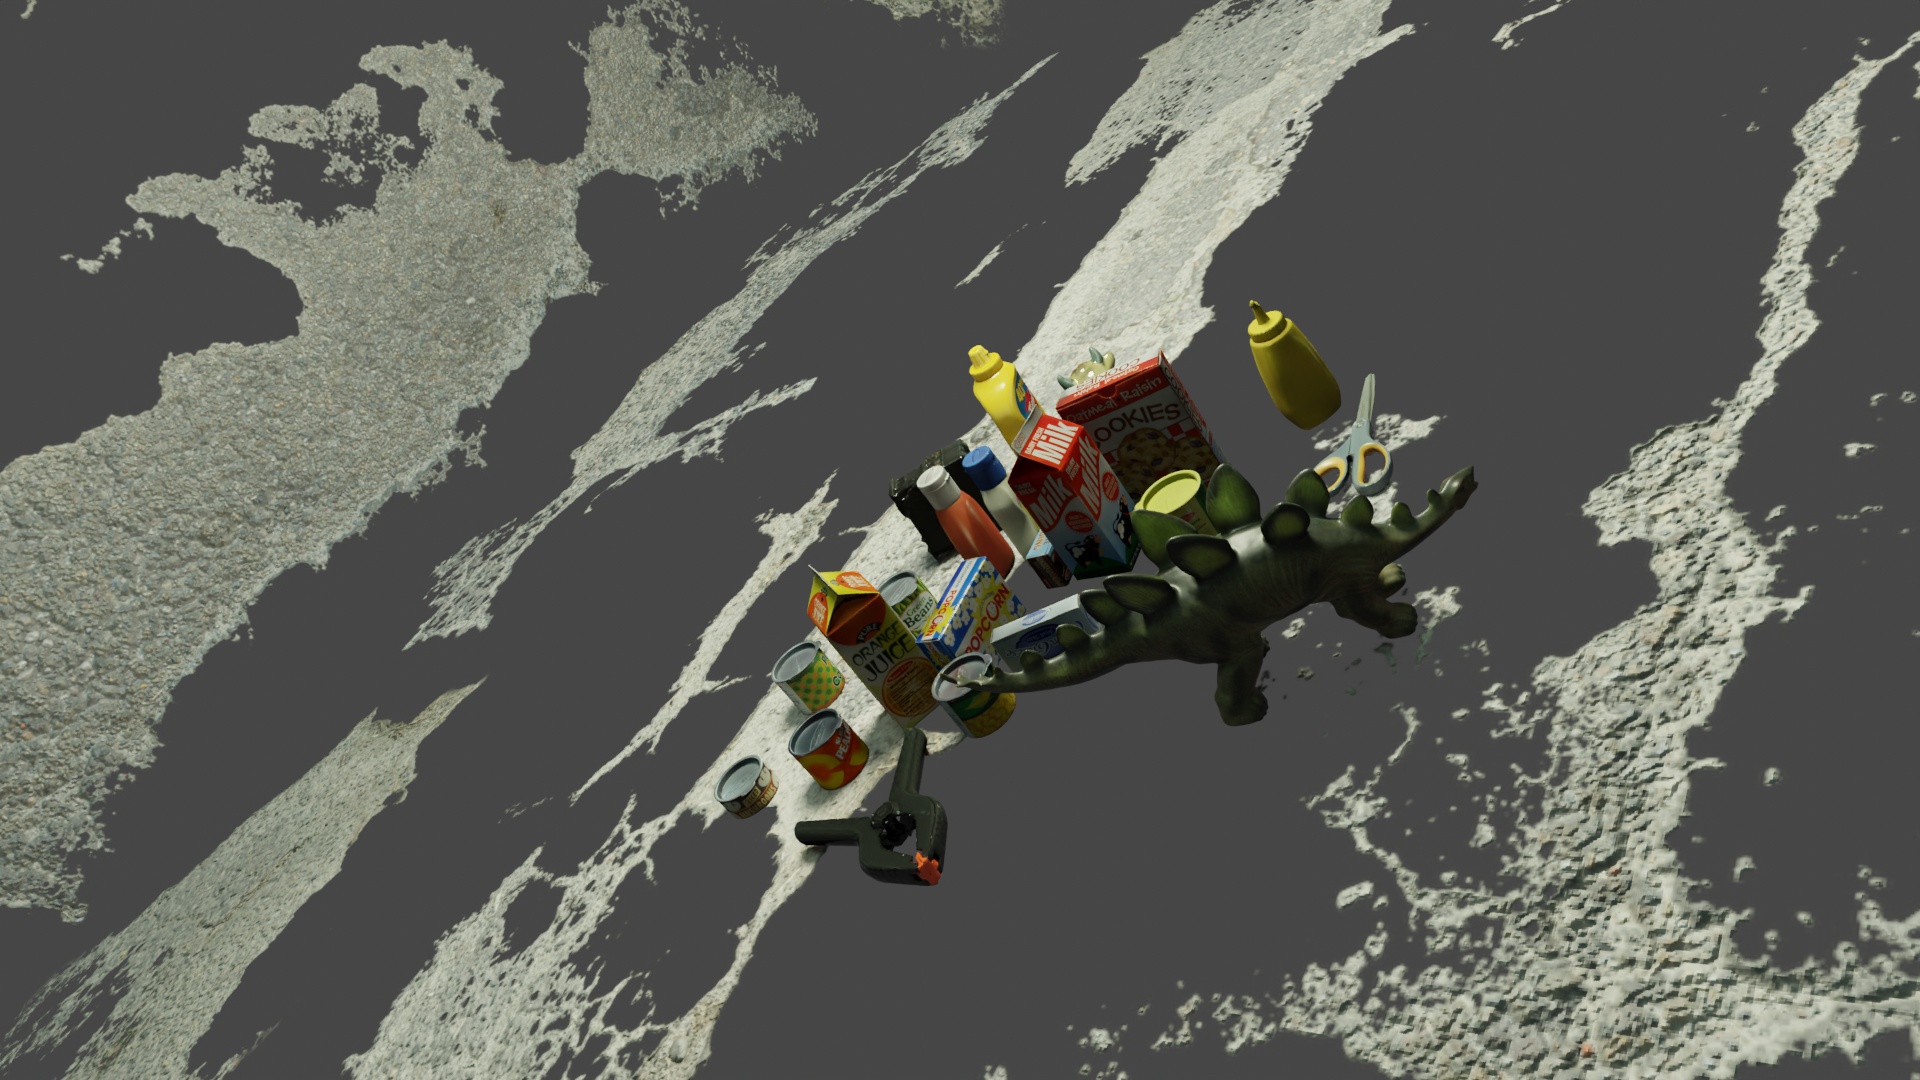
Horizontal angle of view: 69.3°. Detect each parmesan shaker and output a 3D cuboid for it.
[{"bbox_3d":[0.226,-0.008,1.362,0.071,0.103,0.071,-28,28,16],"label":"parmesan shaker"}]

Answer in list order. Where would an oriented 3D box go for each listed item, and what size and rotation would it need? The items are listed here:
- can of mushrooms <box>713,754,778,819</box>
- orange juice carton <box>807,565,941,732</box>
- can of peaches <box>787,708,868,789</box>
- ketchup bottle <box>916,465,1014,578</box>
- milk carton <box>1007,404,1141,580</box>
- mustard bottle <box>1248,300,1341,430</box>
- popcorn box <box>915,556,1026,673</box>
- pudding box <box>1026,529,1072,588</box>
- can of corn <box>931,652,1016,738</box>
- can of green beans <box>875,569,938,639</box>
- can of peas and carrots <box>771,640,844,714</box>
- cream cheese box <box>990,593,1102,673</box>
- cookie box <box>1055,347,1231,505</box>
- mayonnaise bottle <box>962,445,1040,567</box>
[{"bbox_3d":[-0.235,0.273,1.530,0.071,0.033,0.071,-28,28,16],"label":"can of mushrooms"},{"bbox_3d":[-0.094,0.103,1.459,0.073,0.192,0.072,-40,27,-6],"label":"orange juice carton"},{"bbox_3d":[-0.138,0.221,1.472,0.071,0.058,0.071,-28,28,16],"label":"can of peaches"},{"bbox_3d":[0.006,-0.020,1.590,0.043,0.148,0.065,-20,31,30],"label":"ketchup bottle"},{"bbox_3d":[0.116,-0.052,1.464,0.073,0.190,0.073,-12,35,40],"label":"milk carton"},{"bbox_3d":[0.342,-0.192,1.457,0.065,0.159,0.049,-36,26,1],"label":"mustard bottle"},{"bbox_3d":[0.013,0.090,1.475,0.038,0.085,0.127,-12,36,40],"label":"popcorn box"},{"bbox_3d":[0.108,0.007,1.535,0.030,0.049,0.084,-14,34,37],"label":"pudding box"},{"bbox_3d":[0.016,0.155,1.397,0.071,0.058,0.071,-28,28,16],"label":"can of corn"},{"bbox_3d":[-0.063,0.077,1.615,0.071,0.057,0.071,-28,28,16],"label":"can of green beans"},{"bbox_3d":[-0.175,0.158,1.616,0.071,0.058,0.071,-28,28,16],"label":"can of peas and carrots"},{"bbox_3d":[0.088,0.097,1.410,0.103,0.053,0.024,-25,29,22],"label":"cream cheese box"},{"bbox_3d":[0.197,-0.110,1.489,0.122,0.167,0.040,-23,29,25],"label":"cookie box"},{"bbox_3d":[0.056,-0.041,1.564,0.041,0.147,0.065,-26,28,21],"label":"mayonnaise bottle"}]
